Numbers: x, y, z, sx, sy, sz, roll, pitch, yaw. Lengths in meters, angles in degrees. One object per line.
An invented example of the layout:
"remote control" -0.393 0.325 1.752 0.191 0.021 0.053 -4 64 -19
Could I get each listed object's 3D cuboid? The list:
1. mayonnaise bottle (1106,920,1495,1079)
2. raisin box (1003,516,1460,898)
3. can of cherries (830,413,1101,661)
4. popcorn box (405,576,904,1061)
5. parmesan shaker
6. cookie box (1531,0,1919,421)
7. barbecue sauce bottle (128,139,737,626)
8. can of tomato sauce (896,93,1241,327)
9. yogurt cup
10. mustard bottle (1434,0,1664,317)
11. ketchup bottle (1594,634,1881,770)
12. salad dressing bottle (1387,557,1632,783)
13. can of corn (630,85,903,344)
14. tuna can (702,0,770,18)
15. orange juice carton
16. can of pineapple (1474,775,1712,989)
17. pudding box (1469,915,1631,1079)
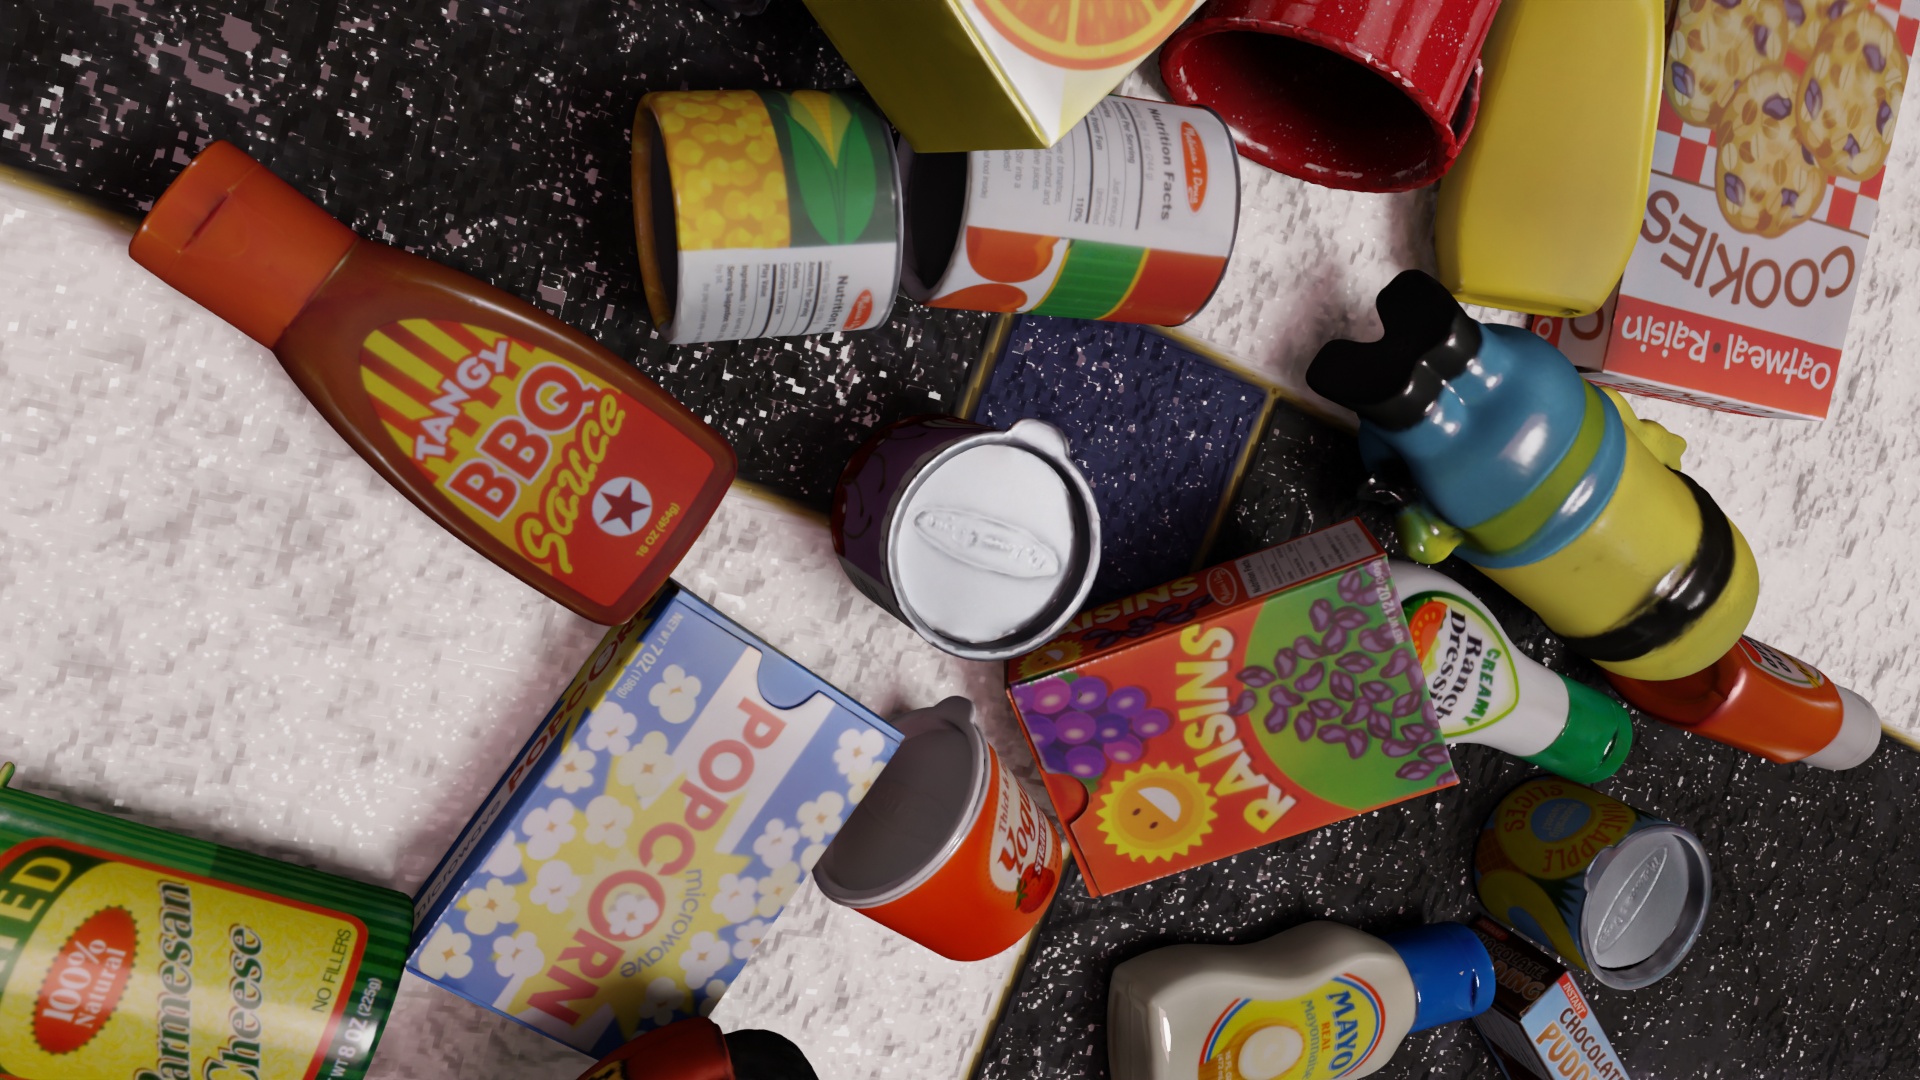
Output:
"mayonnaise bottle" 0.127 0.172 0.512 0.148 0.041 0.064 -6 101 -21
"raisin box" 0.085 0.055 0.448 0.123 0.040 0.086 -20 110 9
"can of cherries" 0.001 -0.005 0.416 0.071 0.058 0.071 -4 101 -21
"popcorn box" -0.089 0.084 0.406 0.085 0.038 0.127 37 85 -23
"parmesan shaker" -0.200 0.105 0.350 0.103 0.071 0.071 24 91 -25
"cookie box" 0.286 -0.135 0.521 0.123 0.040 0.167 7 96 -24
"barbecue sauce bottle" -0.134 -0.041 0.361 0.148 0.044 0.065 38 86 -24
"can of tomato sauce" 0.028 -0.097 0.407 0.083 0.071 0.071 1 100 -22
"yogurt cup" -0.005 0.094 0.431 0.072 0.072 0.054 -48 122 -7
"mustard bottle" 0.206 -0.158 0.472 0.065 0.049 0.160 12 94 8
"ketchup bottle" 0.322 0.064 0.565 0.149 0.065 0.043 18 109 -33
"salad dressing bottle" 0.186 0.052 0.512 0.147 0.044 0.064 22 93 -25
"can of corn" -0.054 -0.089 0.374 0.058 0.071 0.071 -8 103 -21
"tuna can" -0.065 -0.169 0.354 0.071 0.071 0.033 41 83 -24
"orange juice carton" 0.050 -0.182 0.329 0.193 0.072 0.073 -45 119 -10
"can of pineapple" 0.246 0.131 0.545 0.071 0.058 0.071 -5 102 -22
"pudding box" 0.232 0.197 0.556 0.030 0.050 0.083 -38 111 -10
